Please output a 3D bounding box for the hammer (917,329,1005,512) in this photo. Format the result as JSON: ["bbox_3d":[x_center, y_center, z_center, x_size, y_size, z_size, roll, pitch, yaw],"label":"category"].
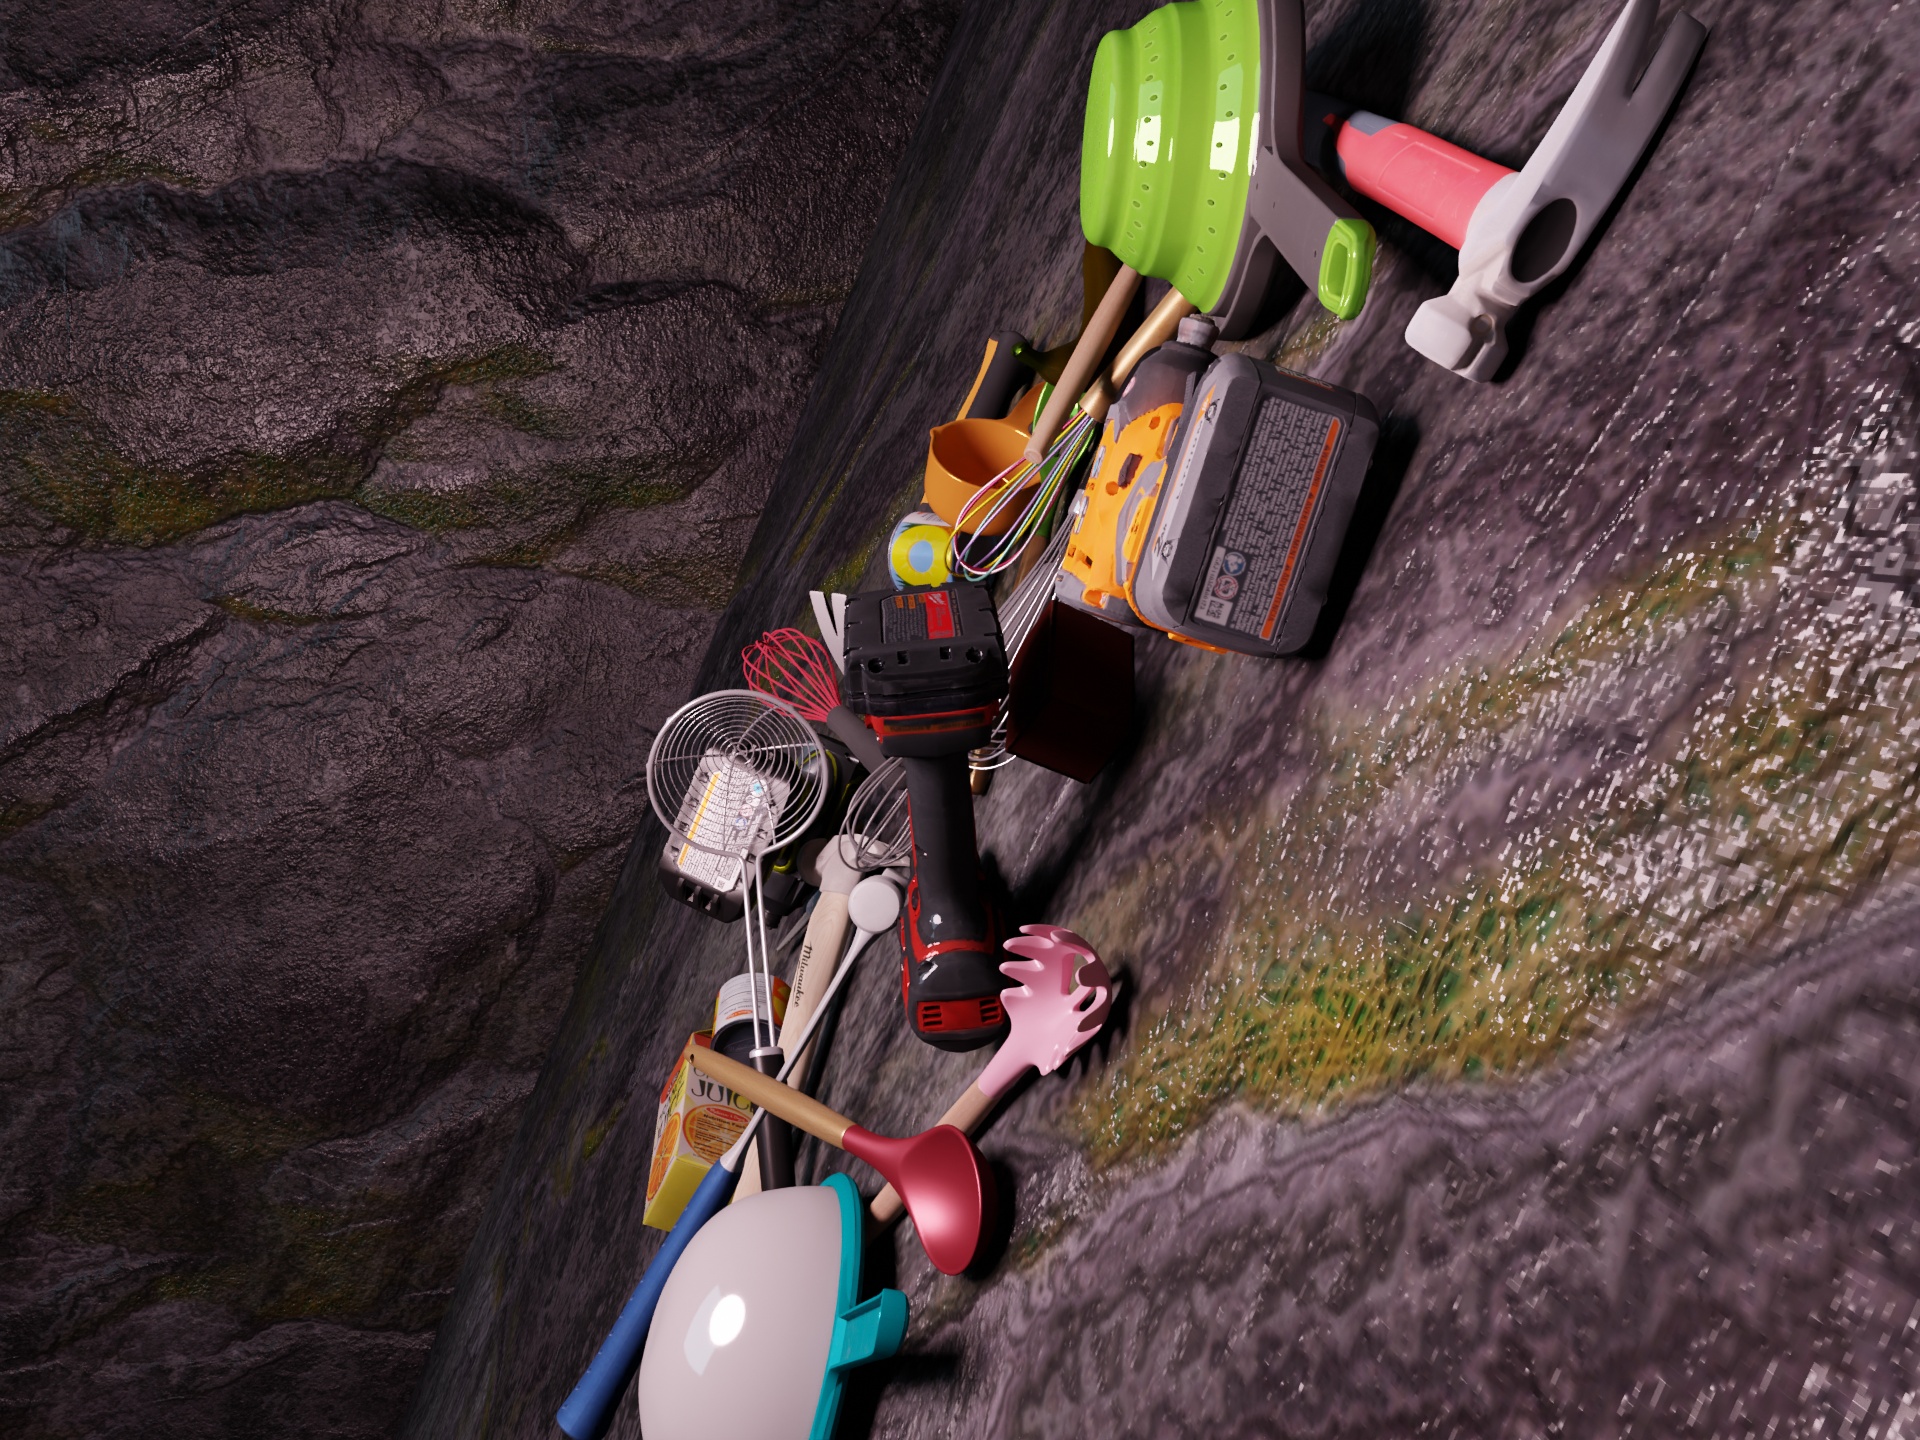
[{"bbox_3d":[-0.018,-0.182,1.345,0.127,0.034,0.337,66,-135,-67],"label":"hammer"}]

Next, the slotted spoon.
[{"bbox_3d":[0.046,-0.099,1.076,0.070,0.031,0.314,-8,63,54],"label":"slotted spoon"}]

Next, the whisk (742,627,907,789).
[{"bbox_3d":[-0.108,-0.009,1.310,0.296,0.073,0.073,39,108,53],"label":"whisk"}]

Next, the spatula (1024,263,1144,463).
[{"bbox_3d":[0.108,-0.282,1.026,0.316,0.018,0.059,-63,13,-28],"label":"spatula"}]

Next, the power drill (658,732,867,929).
[{"bbox_3d":[-0.153,0.094,1.283,0.171,0.080,0.223,-67,-14,2],"label":"power drill"}]

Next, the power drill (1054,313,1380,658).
[{"bbox_3d":[0.113,-0.118,0.754,0.226,0.084,0.164,-132,58,-77],"label":"power drill"}]

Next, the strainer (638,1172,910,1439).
[{"bbox_3d":[-0.110,0.328,0.845,0.340,0.095,0.211,123,159,-60],"label":"strainer"}]

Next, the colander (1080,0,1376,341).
[{"bbox_3d":[0.119,-0.273,0.796,0.397,0.094,0.204,-92,6,-60],"label":"colander"}]

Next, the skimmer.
[{"bbox_3d":[-0.140,0.163,1.085,0.090,0.127,0.363,103,161,-72],"label":"skimmer"}]

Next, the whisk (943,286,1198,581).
[{"bbox_3d":[0.069,-0.181,1.023,0.245,0.047,0.051,-49,22,23],"label":"whisk"}]

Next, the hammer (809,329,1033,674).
[{"bbox_3d":[-0.016,-0.173,1.267,0.035,0.146,0.335,9,66,34],"label":"hammer"}]

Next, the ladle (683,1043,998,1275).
[{"bbox_3d":[-0.074,0.222,0.871,0.315,0.031,0.069,9,90,52],"label":"ladle"}]

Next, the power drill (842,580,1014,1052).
[{"bbox_3d":[-0.012,0.041,0.866,0.188,0.080,0.226,-98,3,-67],"label":"power drill"}]

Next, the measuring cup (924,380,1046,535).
[{"bbox_3d":[0.034,-0.198,1.191,0.174,0.095,0.052,-54,-16,-46],"label":"measuring cup"}]

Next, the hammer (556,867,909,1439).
[{"bbox_3d":[-0.138,0.272,1.011,0.405,0.035,0.144,-60,-5,1],"label":"hammer"}]

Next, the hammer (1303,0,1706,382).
[{"bbox_3d":[0.206,-0.277,0.743,0.143,0.038,0.387,-61,17,23],"label":"hammer"}]

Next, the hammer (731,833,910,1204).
[{"bbox_3d":[-0.127,0.280,1.137,0.146,0.038,0.411,-11,61,62],"label":"hammer"}]

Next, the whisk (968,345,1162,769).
[{"bbox_3d":[0.066,-0.100,0.971,0.284,0.070,0.070,-64,15,-1],"label":"whisk"}]

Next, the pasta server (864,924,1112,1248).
[{"bbox_3d":[-0.002,0.202,0.815,0.060,0.040,0.316,60,138,28],"label":"pasta server"}]

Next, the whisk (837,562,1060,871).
[{"bbox_3d":[-0.003,-0.004,1.019,0.239,0.055,0.055,-56,14,-8],"label":"whisk"}]
